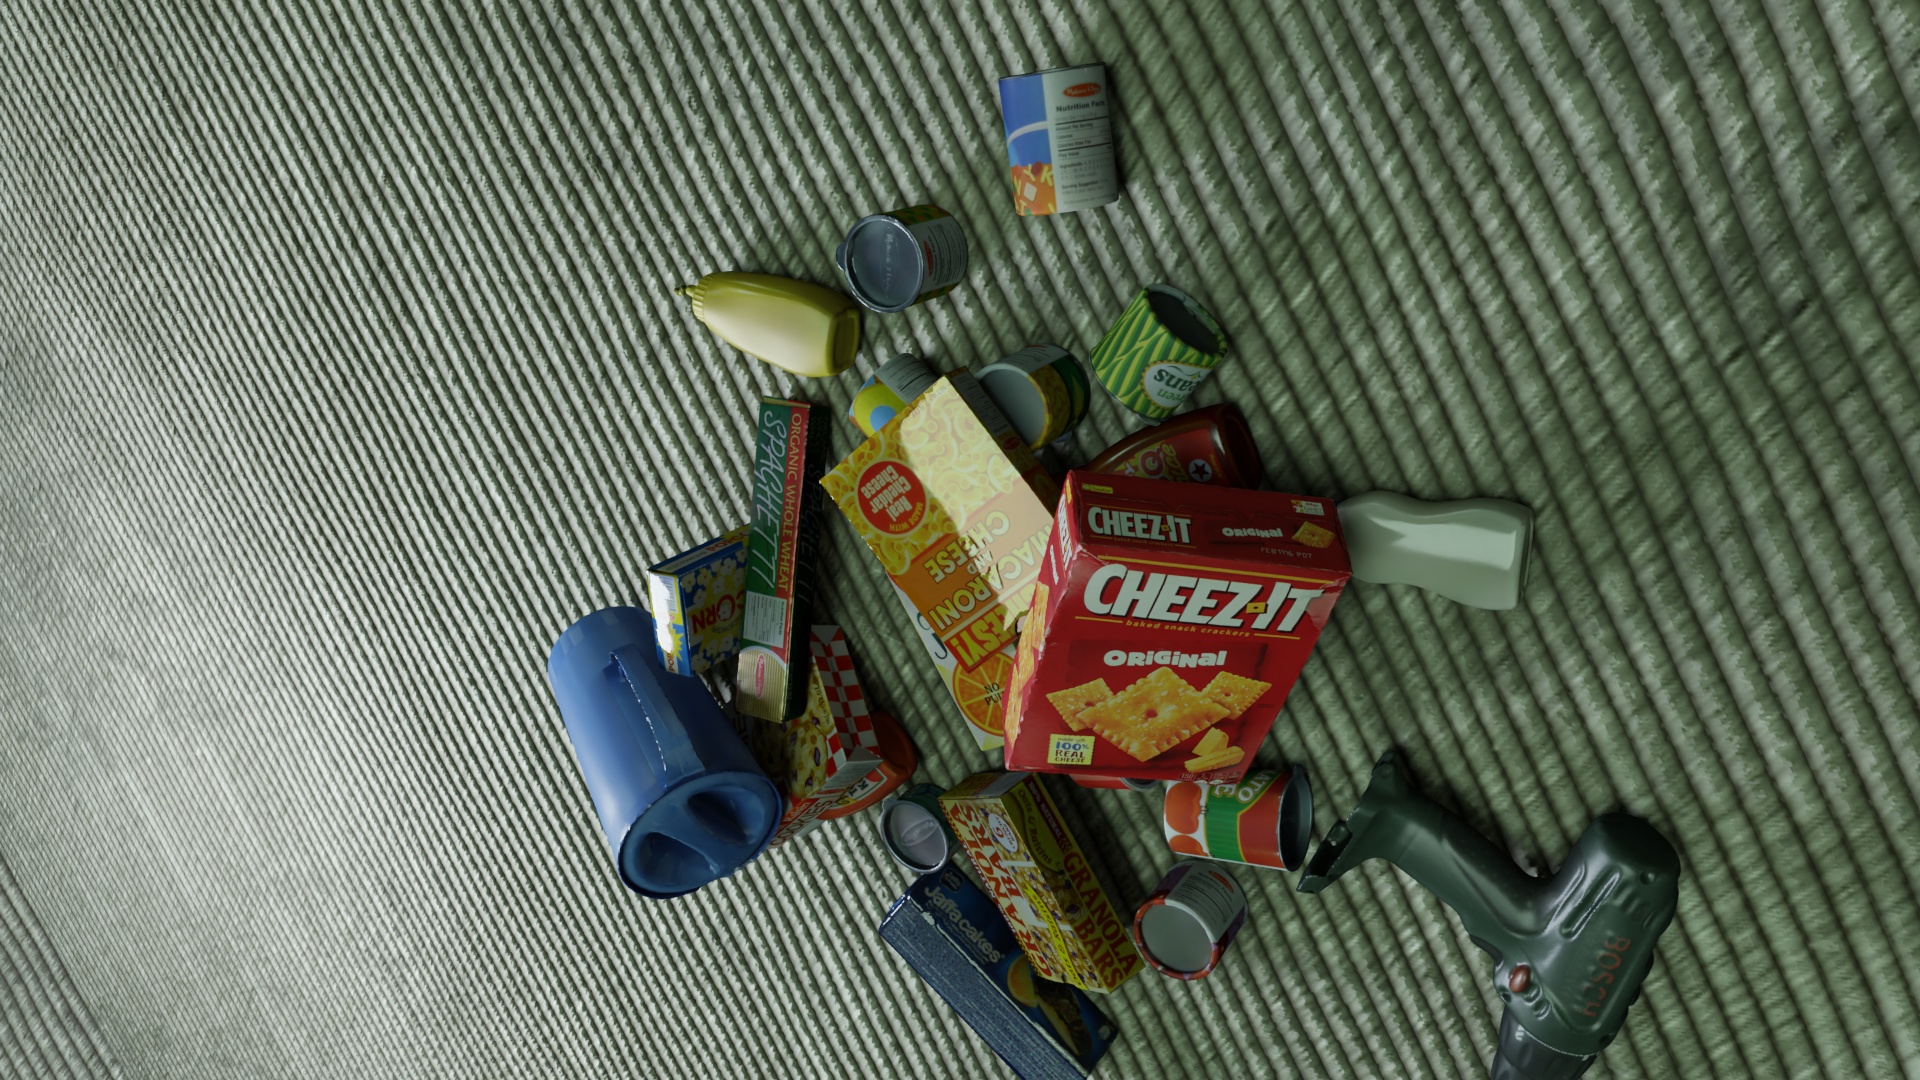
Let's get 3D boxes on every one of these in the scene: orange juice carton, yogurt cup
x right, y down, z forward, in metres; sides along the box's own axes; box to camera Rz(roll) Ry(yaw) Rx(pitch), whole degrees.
[{"bbox_3d":[0.014,0.046,1.002,0.073,0.072,0.192,-26,94,36],"label":"orange juice carton"},{"bbox_3d":[0.108,0.146,0.988,0.054,0.073,0.072,-18,99,44],"label":"yogurt cup"}]

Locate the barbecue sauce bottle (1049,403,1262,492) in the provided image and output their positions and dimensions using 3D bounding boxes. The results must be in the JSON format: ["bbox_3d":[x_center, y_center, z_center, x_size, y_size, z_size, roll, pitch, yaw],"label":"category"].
[{"bbox_3d":[0.120,-0.042,0.916,0.148,0.044,0.064,-15,109,36],"label":"barbecue sauce bottle"}]

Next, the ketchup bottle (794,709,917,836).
[{"bbox_3d":[-0.099,0.200,1.153,0.148,0.044,0.065,-42,74,37],"label":"ketchup bottle"}]

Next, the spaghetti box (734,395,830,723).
[{"bbox_3d":[-0.138,0.015,1.076,0.050,0.029,0.249,10,99,30],"label":"spaghetti box"}]

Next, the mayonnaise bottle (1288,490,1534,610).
[{"bbox_3d":[0.265,-0.001,0.842,0.148,0.041,0.064,11,115,31],"label":"mayonnaise bottle"}]

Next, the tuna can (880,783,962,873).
[{"bbox_3d":[-0.031,0.232,1.129,0.071,0.033,0.070,12,115,28],"label":"tuna can"}]

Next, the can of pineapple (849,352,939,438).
[{"bbox_3d":[-0.037,-0.089,0.985,0.058,0.071,0.070,43,126,12],"label":"can of pineapple"}]

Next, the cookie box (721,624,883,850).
[{"bbox_3d":[-0.141,0.164,1.137,0.166,0.040,0.123,-44,56,37],"label":"cookie box"}]

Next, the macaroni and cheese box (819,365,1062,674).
[{"bbox_3d":[0.003,-0.012,0.920,0.123,0.040,0.166,-38,88,27],"label":"macaroni and cheese box"}]

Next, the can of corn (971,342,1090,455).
[{"bbox_3d":[0.046,-0.092,0.935,0.071,0.058,0.071,13,115,28],"label":"can of corn"}]

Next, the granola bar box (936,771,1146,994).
[{"bbox_3d":[0.057,0.255,1.046,0.165,0.039,0.124,61,155,-2],"label":"granola bar box"}]

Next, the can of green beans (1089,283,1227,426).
[{"bbox_3d":[0.124,-0.118,0.870,0.071,0.071,0.057,47,126,9],"label":"can of green beans"}]

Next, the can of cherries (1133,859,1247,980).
[{"bbox_3d":[0.165,0.276,1.004,0.071,0.058,0.071,12,114,28],"label":"can of cherries"}]

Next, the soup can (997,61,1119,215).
[{"bbox_3d":[0.060,-0.248,0.861,0.071,0.072,0.083,3,110,32],"label":"soup can"}]

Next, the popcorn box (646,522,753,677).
[{"bbox_3d":[-0.186,0.044,1.096,0.038,0.127,0.085,10,114,33],"label":"popcorn box"}]

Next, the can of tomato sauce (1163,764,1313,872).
[{"bbox_3d":[0.190,0.185,0.948,0.083,0.071,0.071,1,109,33],"label":"can of tomato sauce"}]

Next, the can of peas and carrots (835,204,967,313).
[{"bbox_3d":[-0.040,-0.194,0.950,0.071,0.059,0.070,13,115,29],"label":"can of peas and carrots"}]

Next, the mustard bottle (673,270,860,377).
[{"bbox_3d":[-0.150,-0.170,1.036,0.160,0.049,0.065,22,120,25],"label":"mustard bottle"}]
